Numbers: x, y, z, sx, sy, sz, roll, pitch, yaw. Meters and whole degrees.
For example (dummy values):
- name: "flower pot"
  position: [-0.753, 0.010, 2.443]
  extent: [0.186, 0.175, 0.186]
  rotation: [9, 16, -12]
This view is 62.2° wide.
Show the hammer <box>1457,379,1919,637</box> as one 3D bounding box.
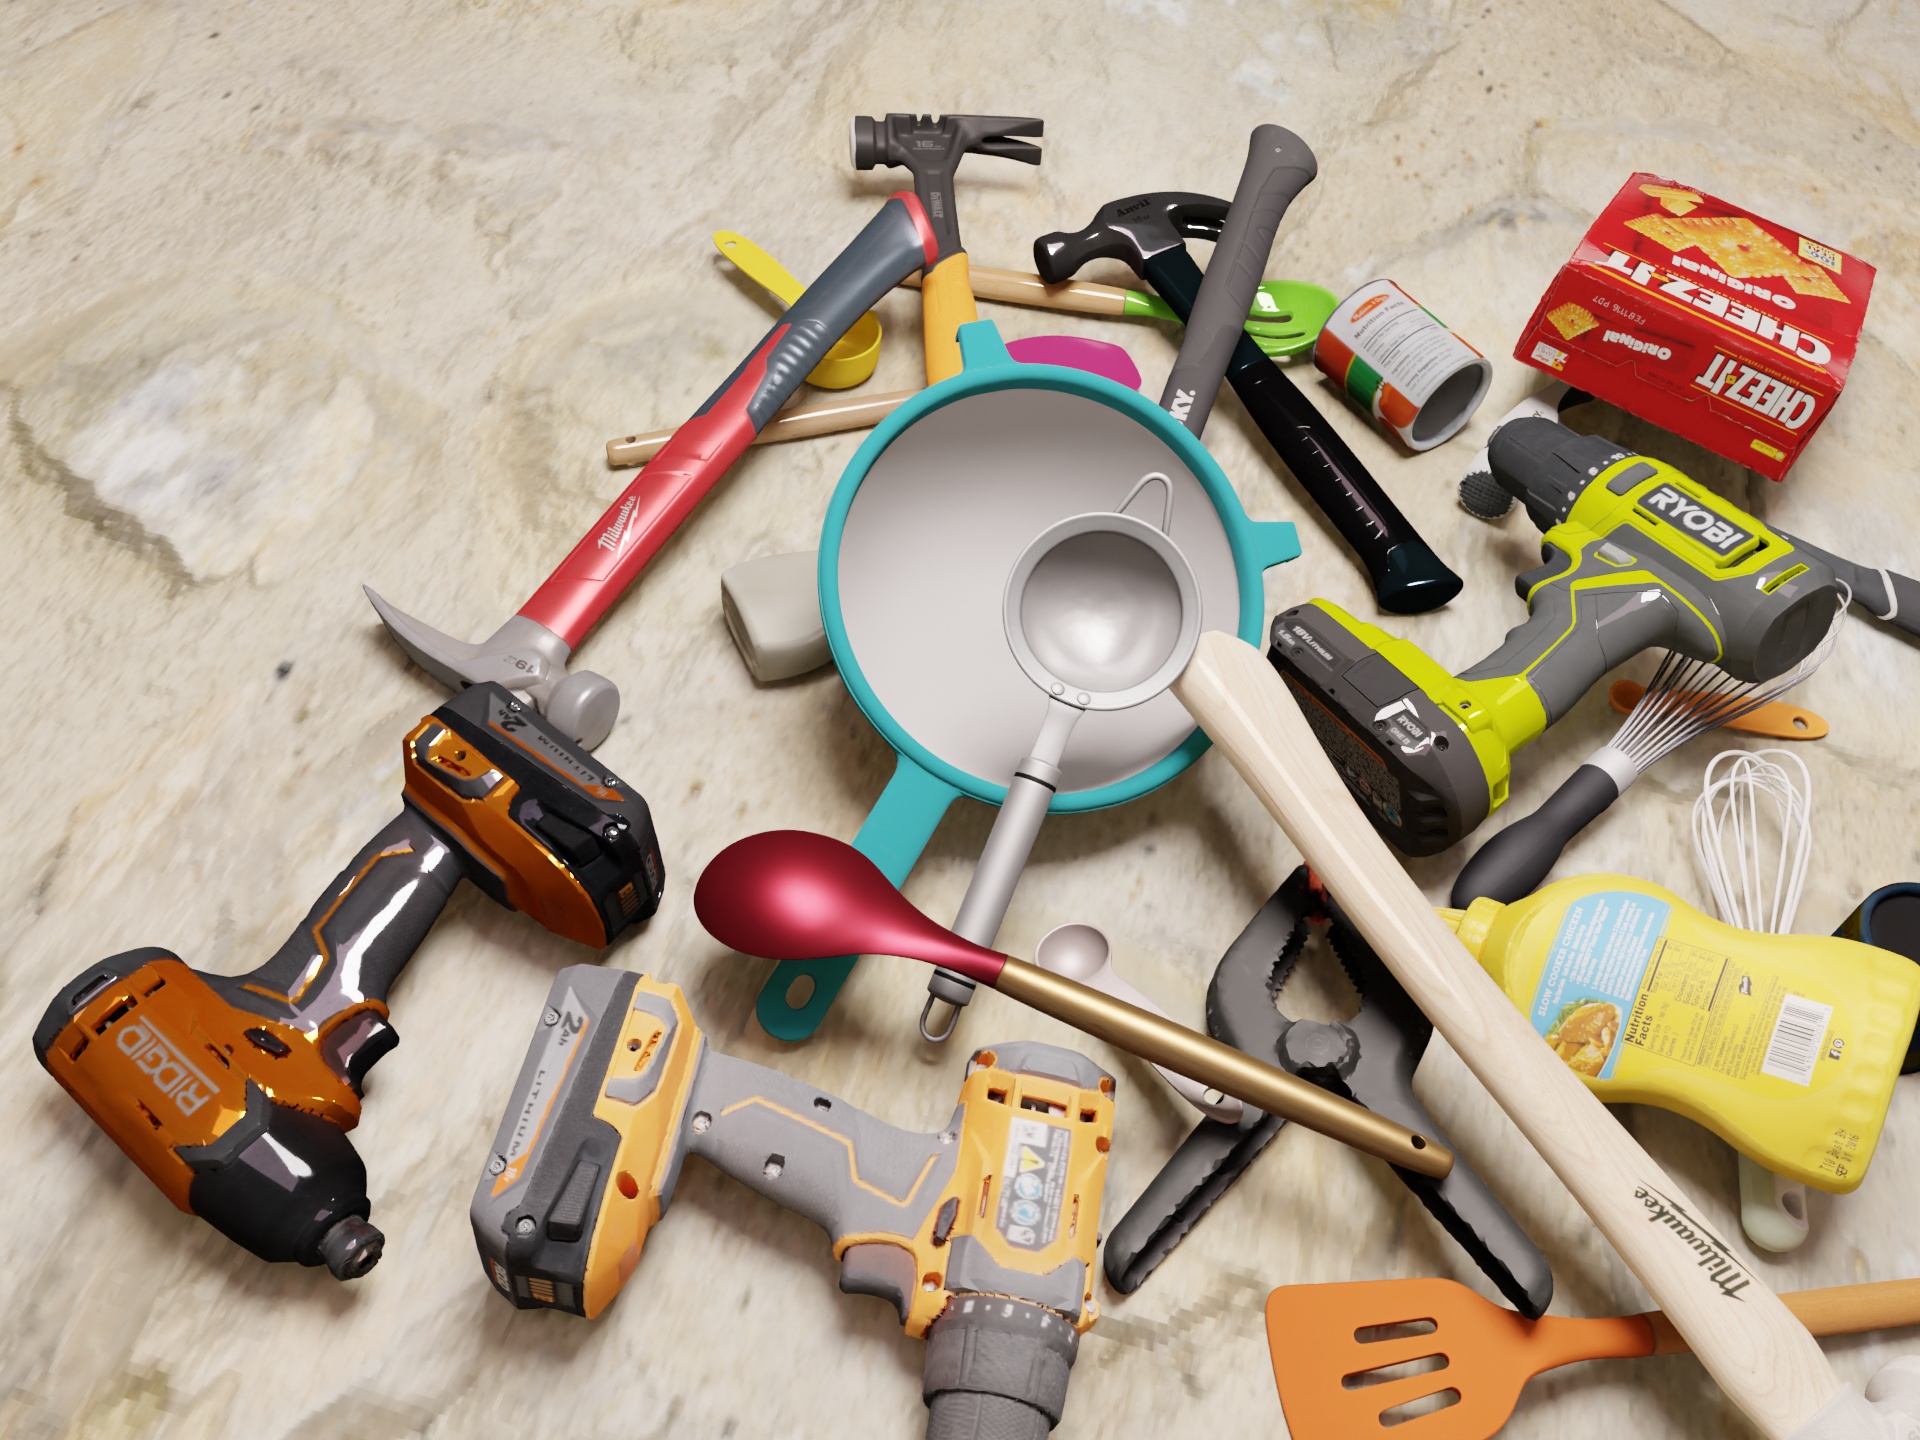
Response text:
- name: "hammer"
  position: [0.489, -0.081, 0.877]
  extent: [0.409, 0.036, 0.149]
  rotation: [31, 54, 18]

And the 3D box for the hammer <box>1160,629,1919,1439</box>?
- name: "hammer"
  position: [0.200, 0.124, 0.613]
  extent: [0.146, 0.038, 0.411]
  rotation: [-14, 57, -37]

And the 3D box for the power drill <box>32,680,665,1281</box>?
- name: "power drill"
  position: [-0.227, 0.104, 0.644]
  extent: [0.164, 0.084, 0.226]
  rotation: [35, 61, 20]

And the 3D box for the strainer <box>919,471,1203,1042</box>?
- name: "strainer"
  position: [0.035, 0.015, 0.682]
  extent: [0.087, 0.050, 0.258]
  rotation: [23, 81, 0]

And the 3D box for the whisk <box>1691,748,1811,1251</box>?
- name: "whisk"
  position: [0.355, 0.114, 0.704]
  extent: [0.057, 0.059, 0.246]
  rotation: [28, 54, -17]

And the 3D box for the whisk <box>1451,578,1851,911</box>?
- name: "whisk"
  position: [0.336, 0.007, 0.773]
  extent: [0.284, 0.070, 0.070]
  rotation: [-37, 63, -20]

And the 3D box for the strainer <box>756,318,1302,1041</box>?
- name: "strainer"
  position: [-0.001, -0.002, 0.747]
  extent: [0.211, 0.095, 0.340]
  rotation: [33, 76, -6]

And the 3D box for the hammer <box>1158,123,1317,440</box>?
- name: "hammer"
  position: [0.130, -0.203, 0.888]
  extent: [0.146, 0.035, 0.335]
  rotation: [16, 68, 14]

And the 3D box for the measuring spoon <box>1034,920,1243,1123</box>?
- name: "measuring spoon"
  position: [0.076, 0.130, 0.671]
  extent: [0.034, 0.018, 0.124]
  rotation: [-32, 47, -17]

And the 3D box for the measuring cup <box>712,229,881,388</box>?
- name: "measuring cup"
  position: [-0.105, -0.252, 0.971]
  extent: [0.062, 0.029, 0.157]
  rotation: [-29, 57, -25]

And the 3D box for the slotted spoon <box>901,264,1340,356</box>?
- name: "slotted spoon"
  position: [0.078, -0.267, 0.996]
  extent: [0.314, 0.031, 0.070]
  rotation: [9, 53, 5]

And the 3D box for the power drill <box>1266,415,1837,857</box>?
- name: "power drill"
  position: [0.265, -0.053, 0.769]
  extent: [0.228, 0.080, 0.191]
  rotation: [-31, 47, -9]

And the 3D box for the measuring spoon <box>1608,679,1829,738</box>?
- name: "measuring spoon"
  position: [0.391, -0.003, 0.824]
  extent: [0.117, 0.011, 0.021]
  rotation: [8, 59, -2]

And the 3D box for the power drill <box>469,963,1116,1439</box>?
- name: "power drill"
  position: [-0.060, 0.194, 0.587]
  extent: [0.226, 0.084, 0.185]
  rotation: [13, 52, -1]

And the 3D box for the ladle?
- name: "ladle"
  position: [0.039, 0.111, 0.624]
  extent: [0.315, 0.031, 0.069]
  rotation: [22, 45, 10]

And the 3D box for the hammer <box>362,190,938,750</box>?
- name: "hammer"
  position: [-0.142, -0.160, 0.851]
  extent: [0.143, 0.038, 0.386]
  rotation: [26, 63, 17]

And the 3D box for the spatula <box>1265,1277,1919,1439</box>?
- name: "spatula"
  position: [0.281, 0.237, 0.615]
  extent: [0.322, 0.041, 0.081]
  rotation: [-2, 50, -11]

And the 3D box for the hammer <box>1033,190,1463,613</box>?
- name: "hammer"
  position: [0.174, -0.189, 0.917]
  extent: [0.128, 0.033, 0.331]
  rotation: [-25, 63, -11]

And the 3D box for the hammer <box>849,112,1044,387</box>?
- name: "hammer"
  position: [0.000, -0.252, 0.947]
  extent: [0.127, 0.034, 0.337]
  rotation: [-1, 54, -4]

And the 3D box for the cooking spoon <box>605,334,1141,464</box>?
- name: "cooking spoon"
  position: [-0.046, -0.181, 0.923]
  extent: [0.319, 0.017, 0.069]
  rotation: [-12, 56, -14]
